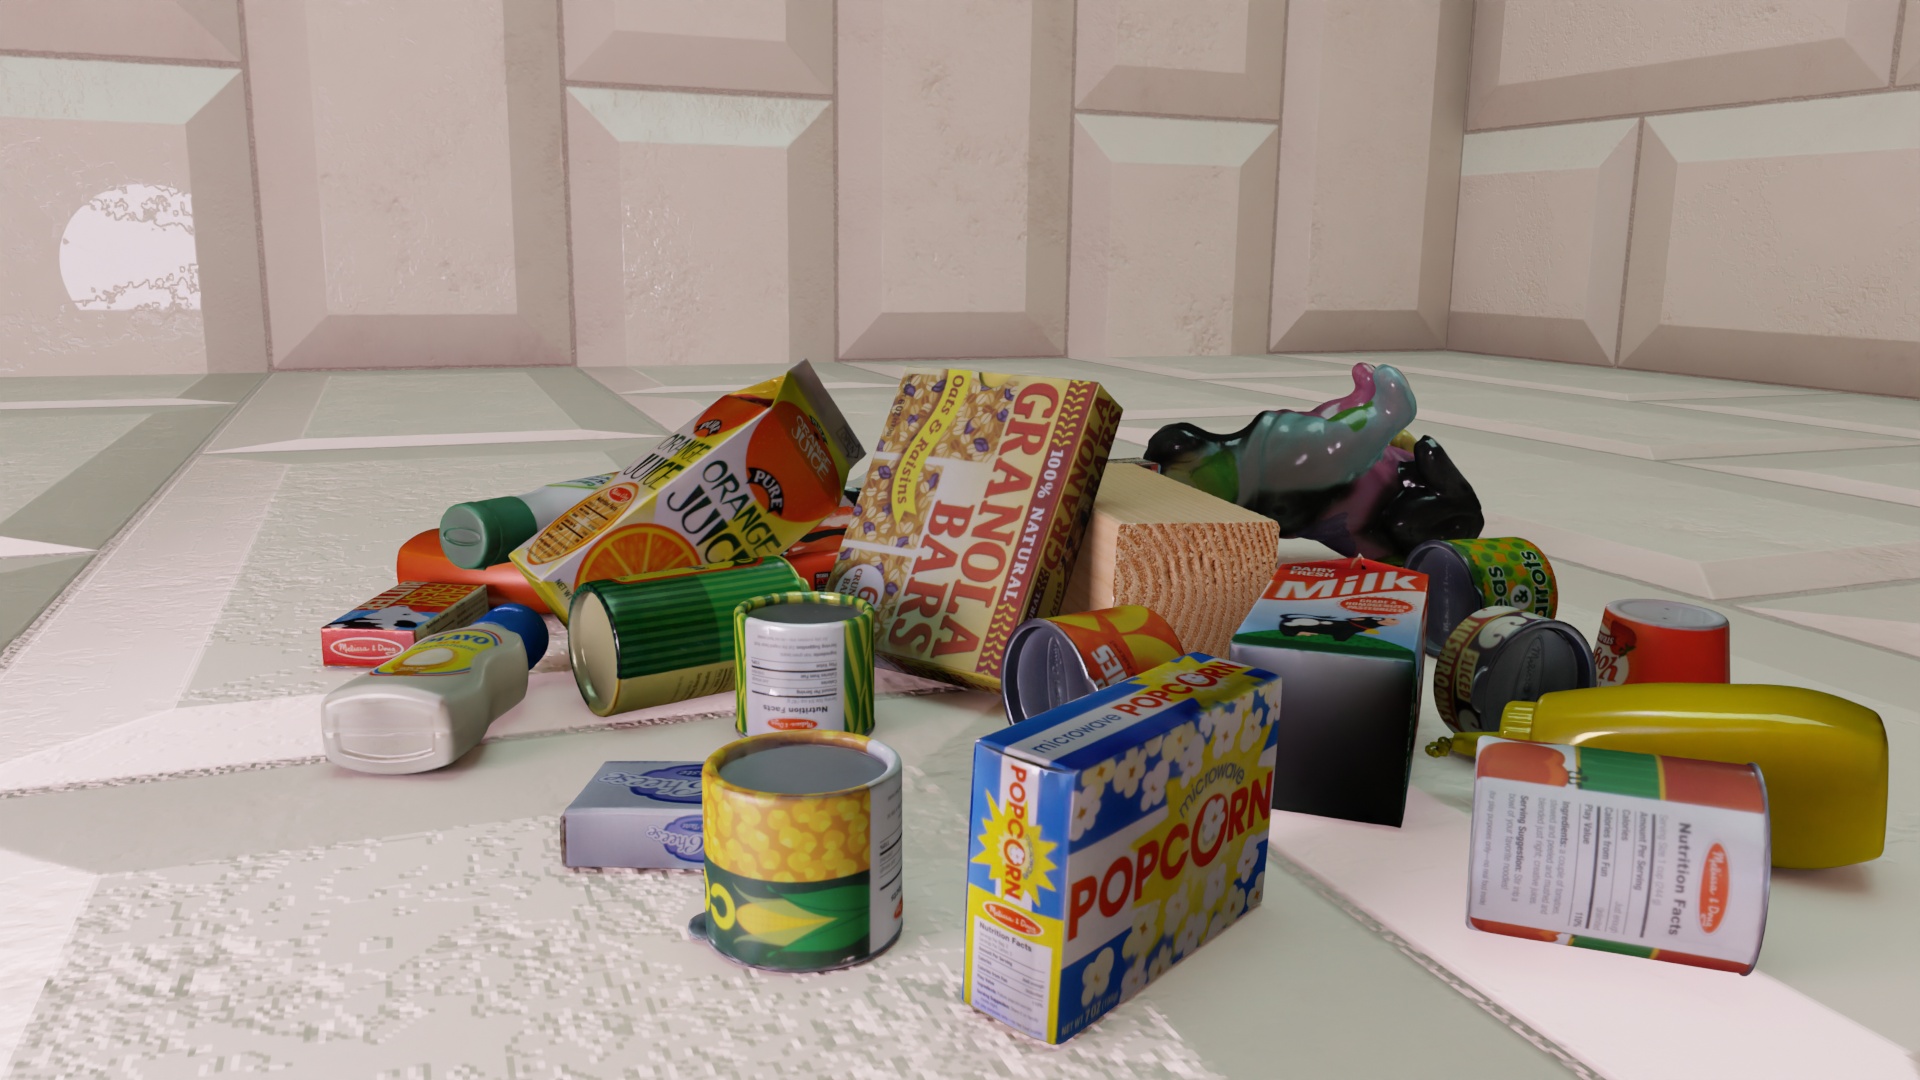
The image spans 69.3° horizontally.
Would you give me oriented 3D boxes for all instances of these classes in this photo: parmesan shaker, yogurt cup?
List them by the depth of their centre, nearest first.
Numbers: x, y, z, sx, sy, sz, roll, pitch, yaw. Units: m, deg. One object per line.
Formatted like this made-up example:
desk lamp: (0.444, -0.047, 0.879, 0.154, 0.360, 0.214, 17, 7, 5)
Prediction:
yogurt cup: (0.343, 0.061, 0.681, 0.072, 0.053, 0.072, 1, 12, 0)
parmesan shaker: (-0.133, 0.044, 0.687, 0.103, 0.071, 0.071, -8, 14, -37)

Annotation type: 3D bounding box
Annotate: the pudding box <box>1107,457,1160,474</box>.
pudding box: (0.106, -0.013, 0.944, 0.050, 0.083, 0.030, -5, 15, -28)

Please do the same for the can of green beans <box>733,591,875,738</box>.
can of green beans: (-0.073, 0.059, 0.652, 0.071, 0.057, 0.071, 1, 11, 0)

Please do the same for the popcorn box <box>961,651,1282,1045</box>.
popcorn box: (0.054, 0.091, 0.440, 0.038, 0.085, 0.127, 11, 15, 38)

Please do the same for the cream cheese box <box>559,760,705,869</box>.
cream cheese box: (-0.091, 0.103, 0.523, 0.104, 0.024, 0.053, 1, 12, 1)

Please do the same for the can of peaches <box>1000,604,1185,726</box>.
can of peaches: (0.061, 0.064, 0.616, 0.058, 0.071, 0.071, -6, 13, -33)

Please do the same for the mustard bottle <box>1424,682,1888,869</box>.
mustard bottle: (0.265, 0.085, 0.541, 0.160, 0.065, 0.049, 3, 15, 29)

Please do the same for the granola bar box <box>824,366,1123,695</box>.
granola bar box: (0.003, -0.009, 0.735, 0.124, 0.166, 0.039, 9, -18, 33)

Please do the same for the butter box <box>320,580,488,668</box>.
butter box: (-0.308, 0.046, 0.778, 0.053, 0.024, 0.104, 2, 12, 2)

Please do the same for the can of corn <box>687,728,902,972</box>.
can of corn: (-0.054, 0.100, 0.458, 0.071, 0.058, 0.071, 1, 11, 0)

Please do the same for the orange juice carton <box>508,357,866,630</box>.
orange juice carton: (-0.140, -0.018, 0.761, 0.193, 0.071, 0.073, -40, 27, -18)

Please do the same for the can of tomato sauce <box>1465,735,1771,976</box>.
can of tomato sauce: (0.211, 0.101, 0.455, 0.083, 0.071, 0.071, 4, 12, 20)

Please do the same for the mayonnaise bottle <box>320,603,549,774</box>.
mayonnaise bottle: (-0.236, 0.065, 0.652, 0.065, 0.041, 0.148, 0, 12, 3)

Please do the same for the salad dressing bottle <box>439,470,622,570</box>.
salad dressing bottle: (-0.232, -0.013, 0.805, 0.064, 0.044, 0.148, 4, 11, 27)

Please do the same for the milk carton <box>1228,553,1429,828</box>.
milk carton: (0.174, 0.058, 0.637, 0.073, 0.072, 0.191, 5, 12, 20)

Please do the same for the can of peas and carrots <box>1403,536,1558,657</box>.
can of peas and carrots: (0.294, 0.031, 0.786, 0.059, 0.070, 0.071, -3, 12, -20)

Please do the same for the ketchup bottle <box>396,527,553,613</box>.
ketchup bottle: (-0.270, 0.021, 0.855, 0.149, 0.043, 0.065, 6, 12, 23)

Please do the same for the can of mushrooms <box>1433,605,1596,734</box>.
can of mushrooms: (0.248, 0.064, 0.627, 0.071, 0.071, 0.033, -4, 12, -21)
